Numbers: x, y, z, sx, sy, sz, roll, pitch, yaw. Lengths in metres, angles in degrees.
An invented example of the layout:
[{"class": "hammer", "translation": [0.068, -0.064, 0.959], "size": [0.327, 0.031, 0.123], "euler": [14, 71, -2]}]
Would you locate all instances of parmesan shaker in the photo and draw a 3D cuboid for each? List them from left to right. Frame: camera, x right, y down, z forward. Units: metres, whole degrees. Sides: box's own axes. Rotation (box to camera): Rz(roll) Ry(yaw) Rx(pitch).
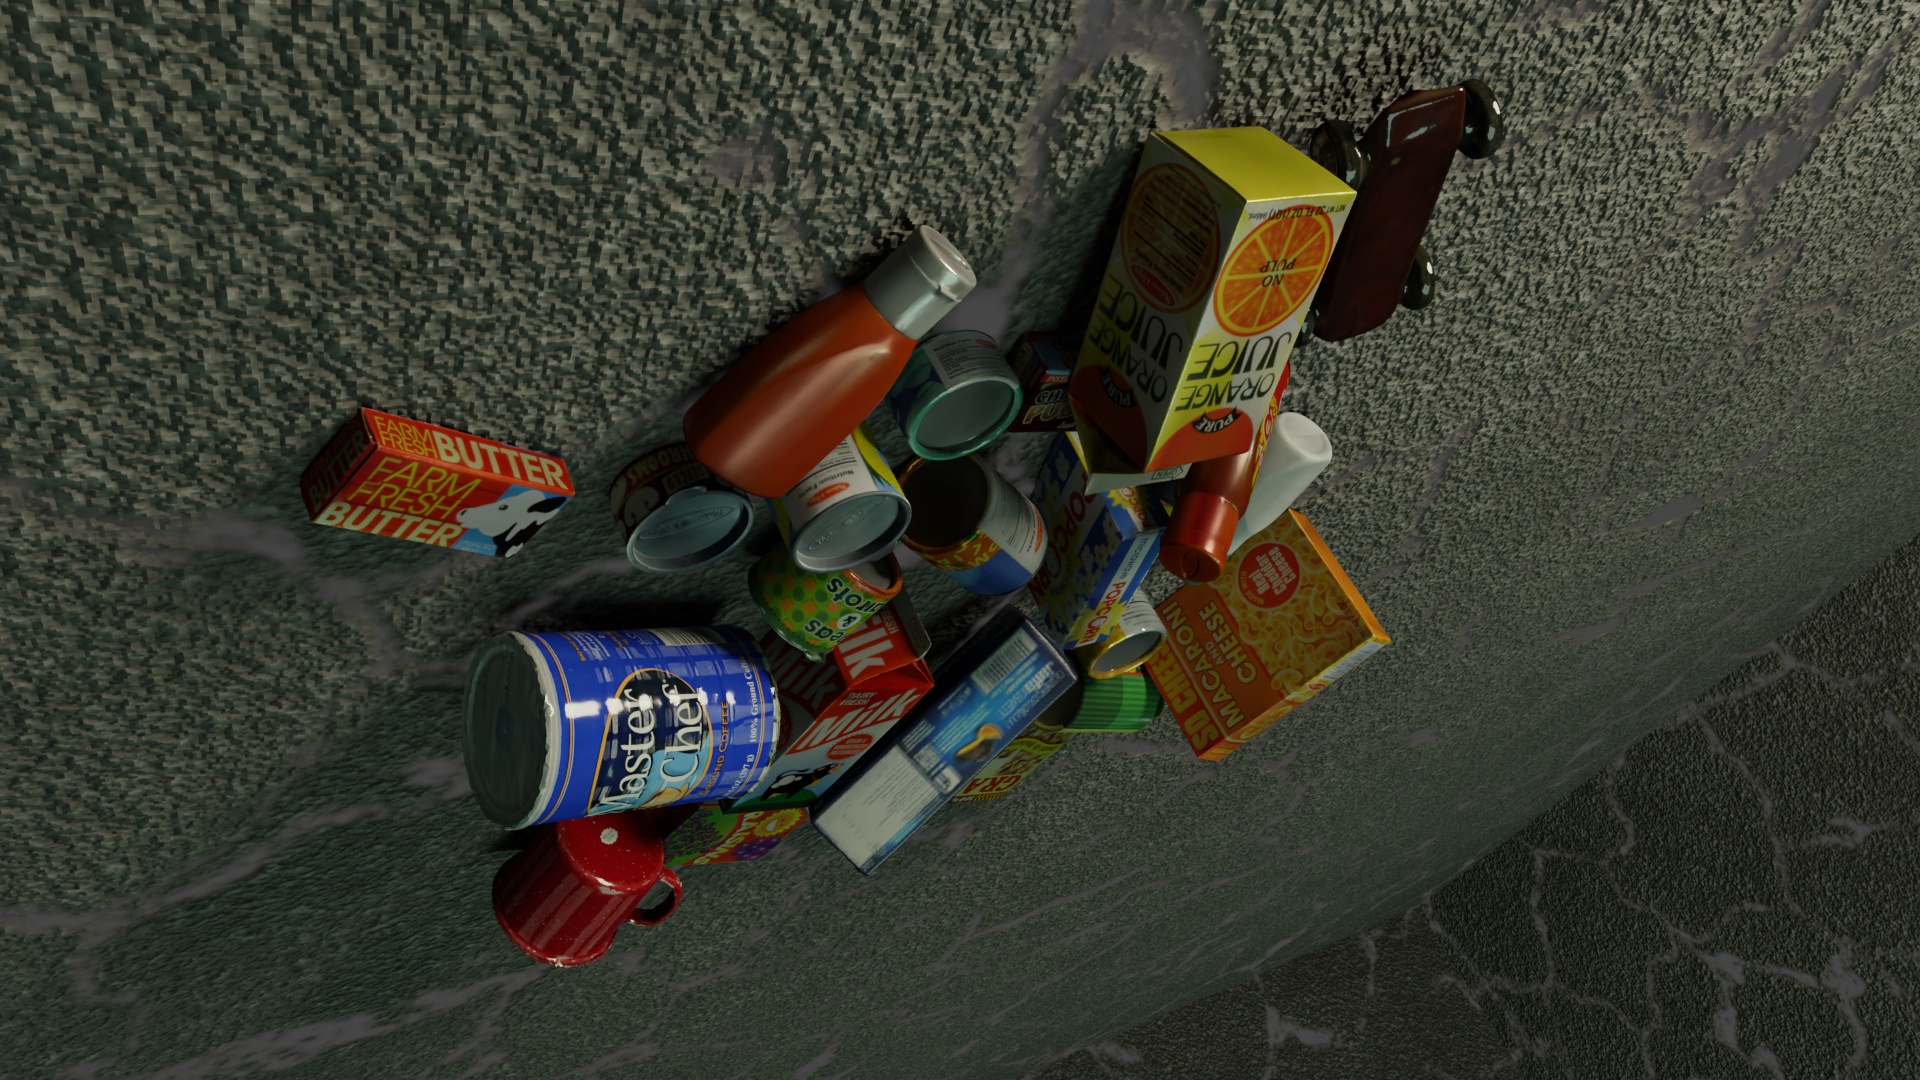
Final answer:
[{"class": "parmesan shaker", "translation": [0.105, 0.119, 1.095], "size": [0.103, 0.071, 0.071], "euler": [9, 134, -48]}]

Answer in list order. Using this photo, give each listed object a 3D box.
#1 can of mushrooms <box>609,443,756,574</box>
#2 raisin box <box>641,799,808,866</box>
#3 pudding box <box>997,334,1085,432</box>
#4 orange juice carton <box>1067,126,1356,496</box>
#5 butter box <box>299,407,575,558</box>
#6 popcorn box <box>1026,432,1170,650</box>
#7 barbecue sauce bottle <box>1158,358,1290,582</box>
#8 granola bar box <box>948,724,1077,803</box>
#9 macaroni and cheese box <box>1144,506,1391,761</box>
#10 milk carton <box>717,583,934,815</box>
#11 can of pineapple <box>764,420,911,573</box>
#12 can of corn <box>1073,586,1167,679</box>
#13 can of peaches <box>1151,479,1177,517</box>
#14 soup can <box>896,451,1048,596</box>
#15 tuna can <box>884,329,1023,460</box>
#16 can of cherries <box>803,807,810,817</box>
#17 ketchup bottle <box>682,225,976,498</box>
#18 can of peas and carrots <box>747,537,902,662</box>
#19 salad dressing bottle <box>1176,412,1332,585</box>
[{"class": "can of mushrooms", "translation": [-0.138, -0.017, 0.689], "size": [0.071, 0.033, 0.070], "euler": [-21, 151, -12]}, {"class": "raisin box", "translation": [-0.172, 0.199, 1.014], "size": [0.086, 0.040, 0.123], "euler": [-43, 149, 25]}, {"class": "pudding box", "translation": [0.061, -0.086, 0.757], "size": [0.084, 0.030, 0.049], "euler": [-4, 142, -38]}, {"class": "orange juice carton", "translation": [0.114, -0.101, 0.690], "size": [0.072, 0.073, 0.191], "euler": [-13, 136, -31]}, {"class": "butter box", "translation": [-0.227, -0.023, 0.609], "size": [0.053, 0.024, 0.103], "euler": [-40, 150, 22]}, {"class": "popcorn box", "translation": [0.077, -0.002, 0.851], "size": [0.038, 0.085, 0.126], "euler": [-13, 149, -25]}, {"class": "barbecue sauce bottle", "translation": [0.150, -0.046, 0.794], "size": [0.064, 0.044, 0.149], "euler": [84, 26, -56]}, {"class": "granola bar box", "translation": [0.009, 0.165, 1.118], "size": [0.166, 0.039, 0.123], "euler": [7, 136, -48]}, {"class": "macaroni and cheese box", "translation": [0.226, 0.074, 1.070], "size": [0.166, 0.124, 0.040], "euler": [-41, 148, 23]}, {"class": "milk carton", "translation": [-0.086, 0.093, 0.878], "size": [0.073, 0.072, 0.189], "euler": [5, 137, -46]}, {"class": "can of pineapple", "translation": [-0.066, -0.024, 0.715], "size": [0.071, 0.058, 0.070], "euler": [-21, 151, -12]}, {"class": "can of corn", "translation": [0.108, 0.062, 1.014], "size": [0.071, 0.058, 0.070], "euler": [-21, 151, -12]}, {"class": "can of peaches", "translation": [0.143, -0.035, 0.879], "size": [0.071, 0.071, 0.057], "euler": [-25, 152, -7]}, {"class": "soup can", "translation": [0.003, -0.010, 0.795], "size": [0.071, 0.071, 0.083], "euler": [-34, 151, 11]}, {"class": "tuna can", "translation": [-0.004, -0.072, 0.717], "size": [0.071, 0.033, 0.070], "euler": [-22, 151, -13]}, {"class": "can of cherries", "translation": [-0.078, 0.176, 1.024], "size": [0.058, 0.072, 0.071], "euler": [-43, 149, 25]}, {"class": "ketchup bottle", "translation": [-0.058, -0.082, 0.641], "size": [0.148, 0.044, 0.064], "euler": [-40, 140, 20]}, {"class": "can of peas and carrots", "translation": [-0.074, 0.023, 0.772], "size": [0.058, 0.071, 0.071], "euler": [-41, 150, 21]}, {"class": "salad dressing bottle", "translation": [0.196, -0.025, 0.966], "size": [0.064, 0.044, 0.147], "euler": [-7, 147, -38]}]
